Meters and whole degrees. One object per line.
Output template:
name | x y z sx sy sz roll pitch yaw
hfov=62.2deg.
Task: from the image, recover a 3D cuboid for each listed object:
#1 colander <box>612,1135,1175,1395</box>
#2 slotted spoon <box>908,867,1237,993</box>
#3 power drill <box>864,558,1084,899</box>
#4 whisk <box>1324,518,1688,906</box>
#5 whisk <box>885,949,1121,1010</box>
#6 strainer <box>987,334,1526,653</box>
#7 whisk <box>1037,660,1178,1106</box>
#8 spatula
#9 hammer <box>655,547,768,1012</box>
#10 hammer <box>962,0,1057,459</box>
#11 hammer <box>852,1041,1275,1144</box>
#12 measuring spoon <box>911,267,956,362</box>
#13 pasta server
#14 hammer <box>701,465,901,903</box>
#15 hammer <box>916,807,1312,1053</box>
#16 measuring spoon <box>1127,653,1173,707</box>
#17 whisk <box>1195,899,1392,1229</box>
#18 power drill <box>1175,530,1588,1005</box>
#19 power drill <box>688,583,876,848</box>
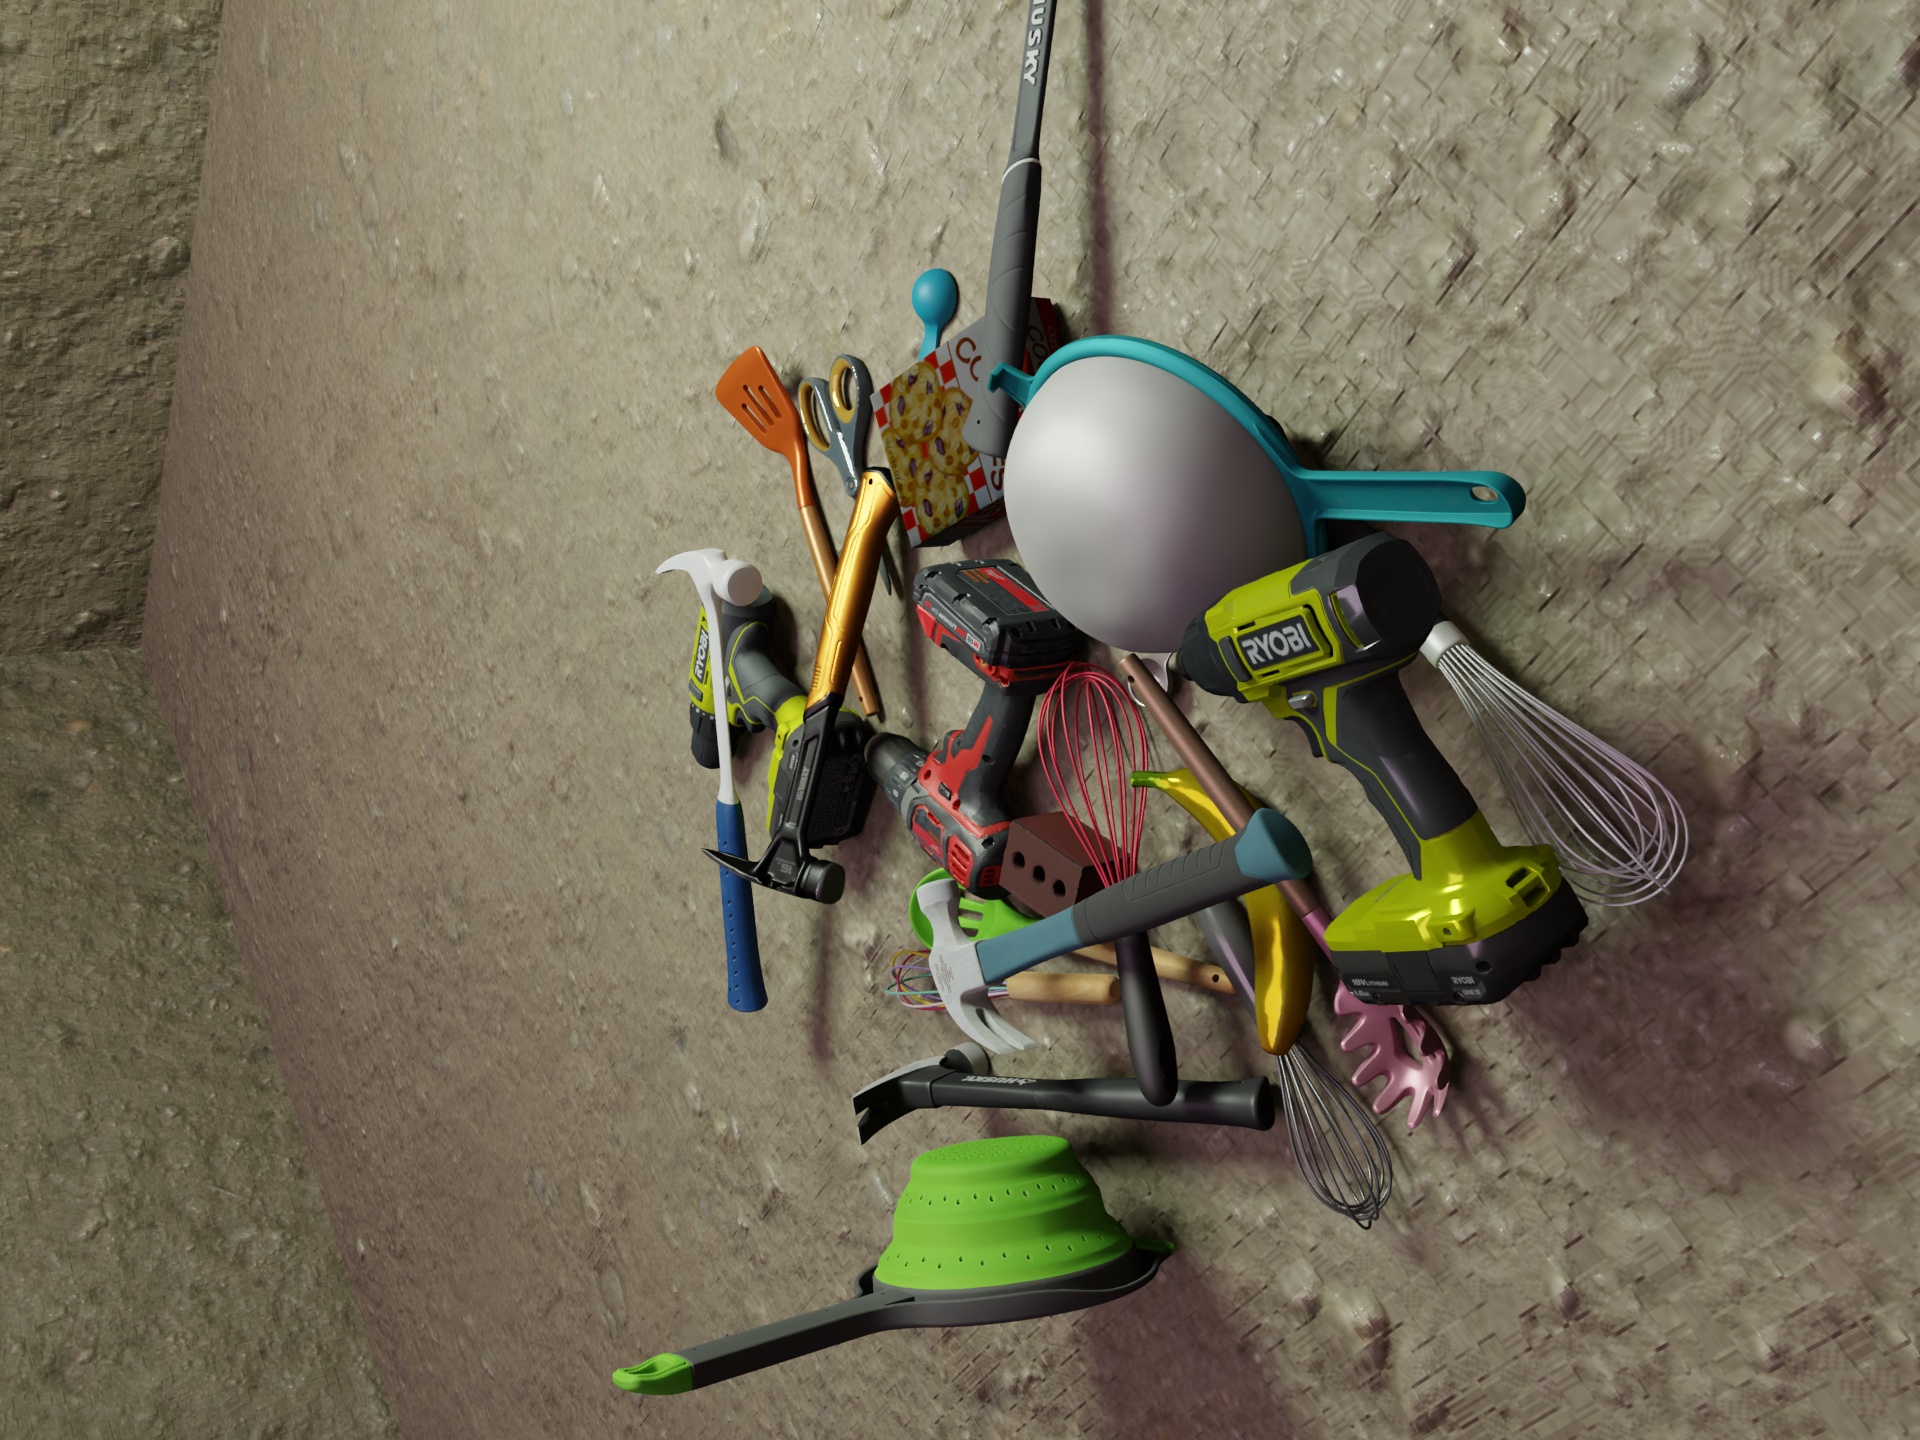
colander | -0.038 0.336 1.020 0.204 0.397 0.094 -16 78 51
slotted spoon | 0.075 0.157 1.137 0.314 0.031 0.070 7 81 48
power drill | -0.002 -0.004 1.169 0.188 0.080 0.226 42 131 44
whisk | 0.274 -0.018 0.837 0.285 0.070 0.070 58 136 34
whisk | 0.025 0.197 1.197 0.245 0.051 0.047 -8 84 48
strainer | 0.136 -0.100 0.865 0.340 0.095 0.210 11 139 52
whisk | 0.102 0.101 1.036 0.073 0.073 0.296 -28 66 50
spatula | -0.128 -0.154 1.326 0.081 0.041 0.323 -31 73 48
hammer | -0.196 0.053 1.332 0.144 0.035 0.405 26 124 54
hammer | 0.047 -0.375 1.032 0.149 0.036 0.409 12 98 47
hammer | 0.070 0.260 1.098 0.335 0.146 0.035 -10 92 43
measuring spoon | -0.031 -0.275 1.197 0.042 0.021 0.128 35 122 42
pasta server | 0.185 0.092 0.931 0.316 0.040 0.060 55 141 9
hammer | -0.106 -0.034 1.233 0.127 0.034 0.337 12 86 35
hammer | 0.086 0.122 0.990 0.331 0.033 0.128 -31 68 47
measuring spoon | 0.144 -0.063 1.028 0.034 0.018 0.124 42 120 36
whisk | 0.197 0.197 0.980 0.055 0.055 0.239 -51 55 43
power drill | 0.202 0.028 0.802 0.223 0.080 0.171 62 153 -4
power drill | -0.168 0.010 1.377 0.229 0.080 0.190 47 135 38
